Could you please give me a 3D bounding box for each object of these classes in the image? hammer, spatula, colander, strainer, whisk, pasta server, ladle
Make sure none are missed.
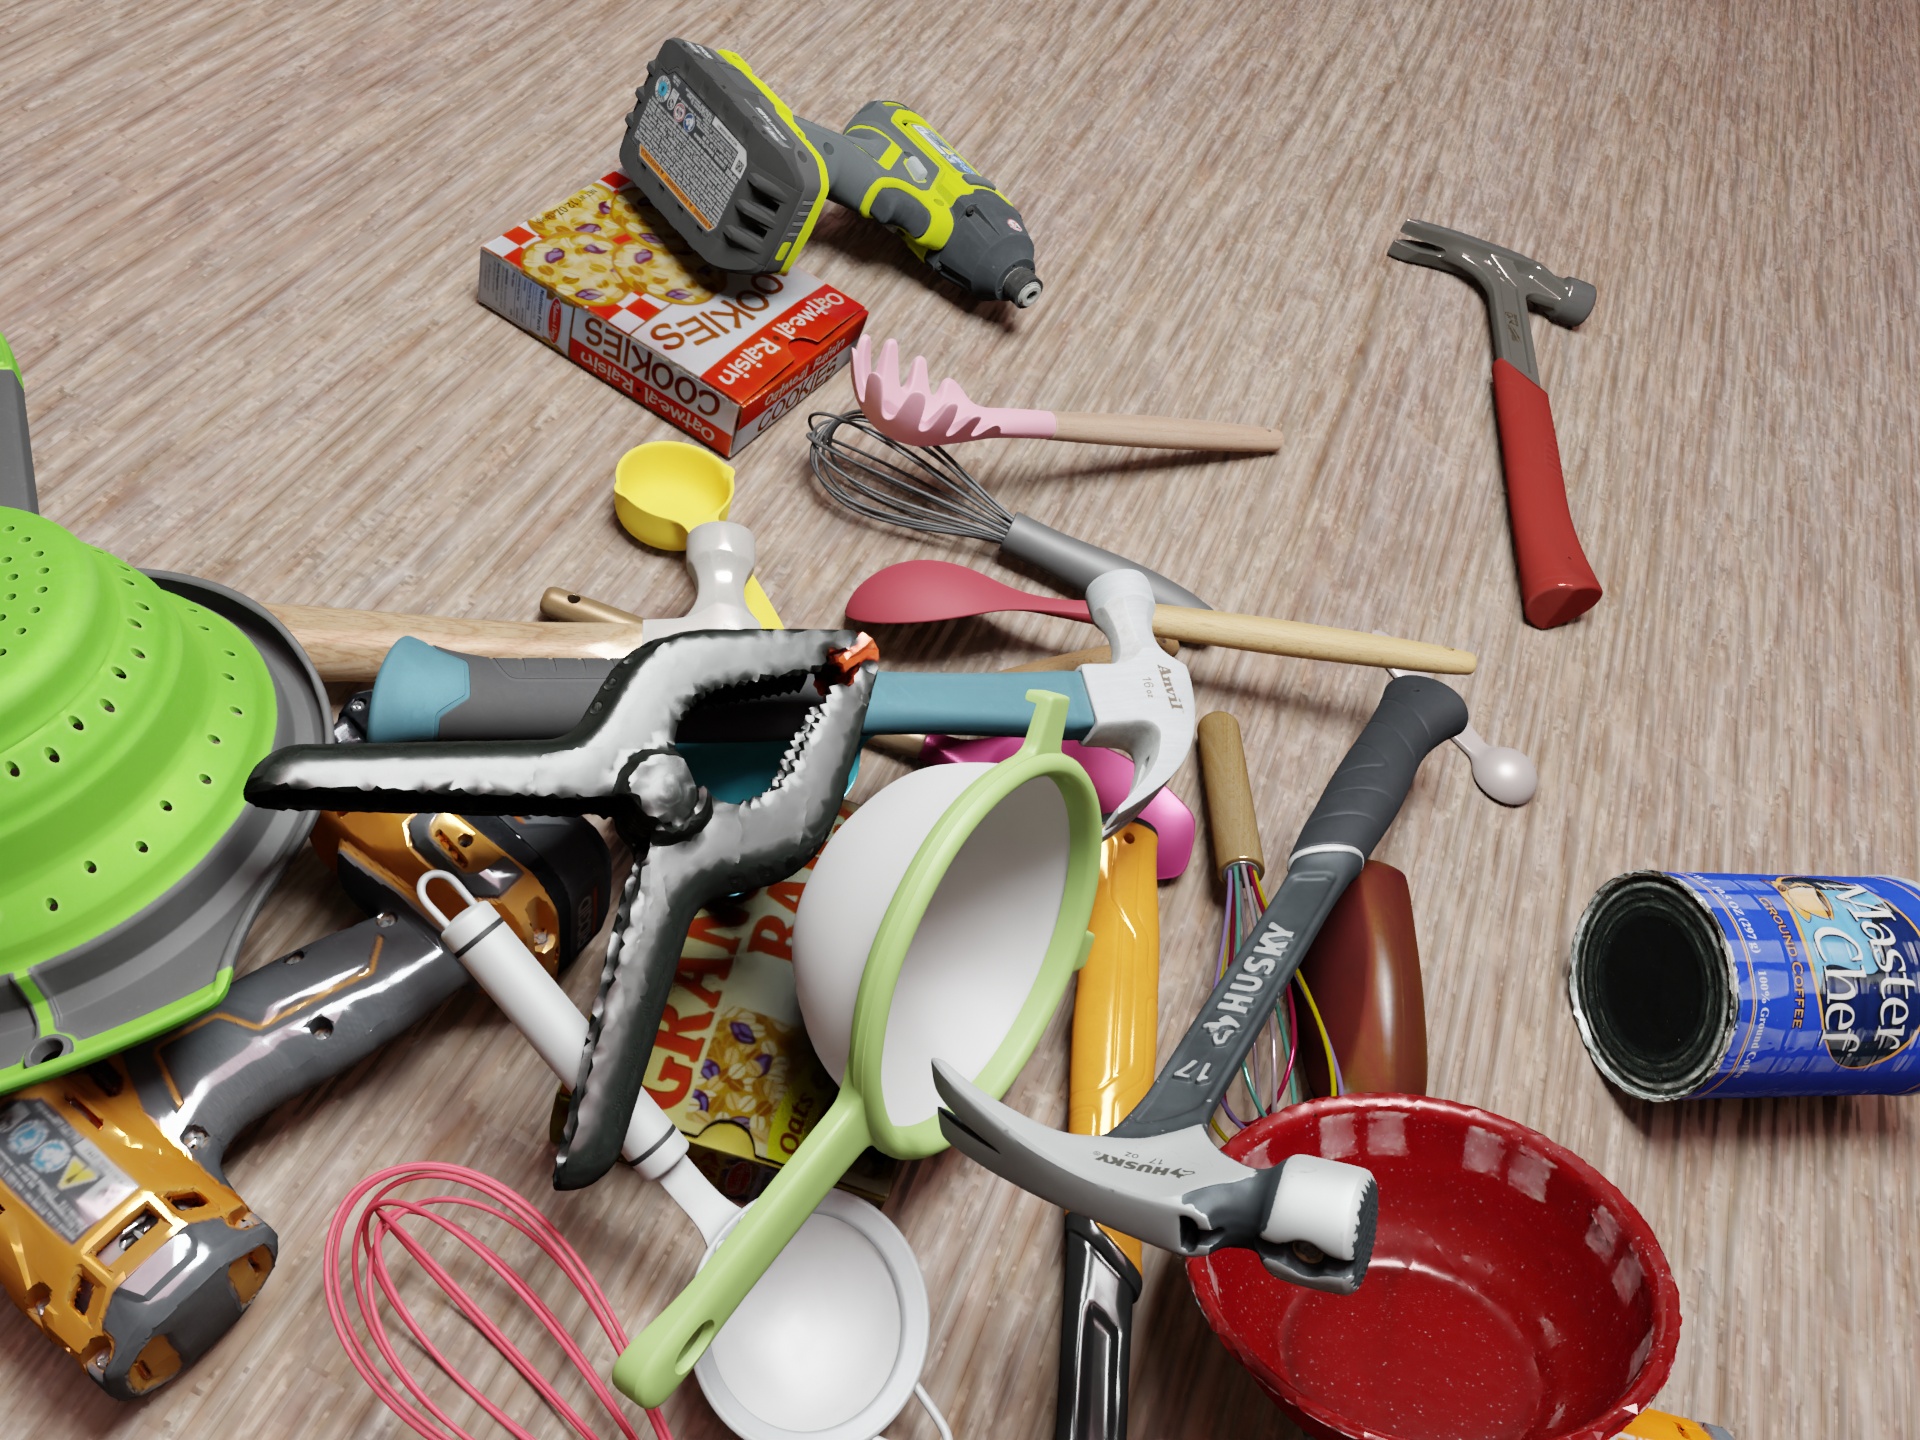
[{"bbox_3d":[0.355,-0.199,1.025,0.149,0.036,0.359,17,48,-6],"label":"hammer"},{"bbox_3d":[-0.001,-0.002,0.714,0.317,0.044,0.082,-15,51,-46],"label":"spatula"},{"bbox_3d":[-0.352,-0.056,0.555,0.204,0.094,0.398,-20,51,-17],"label":"colander"},{"bbox_3d":[-0.096,0.151,0.534,0.258,0.050,0.087,52,53,-5],"label":"strainer"},{"bbox_3d":[0.063,0.180,0.604,0.127,0.034,0.337,13,51,-8],"label":"hammer"},{"bbox_3d":[-0.249,-0.029,0.658,0.331,0.031,0.130,2,64,-13],"label":"hammer"},{"bbox_3d":[0.027,-0.099,0.820,0.239,0.055,0.055,26,48,-3],"label":"whisk"},{"bbox_3d":[0.121,0.083,0.697,0.051,0.047,0.245,34,35,-27],"label":"whisk"},{"bbox_3d":[-0.056,-0.008,0.621,0.331,0.033,0.128,0,56,-23],"label":"hammer"},{"bbox_3d":[0.135,0.067,0.633,0.149,0.036,0.409,6,25,27],"label":"hammer"},{"bbox_3d":[-0.043,0.107,0.539,0.069,0.151,0.256,22,53,28],"label":"strainer"},{"bbox_3d":[-0.088,0.250,0.489,0.296,0.073,0.073,44,51,8],"label":"whisk"},{"bbox_3d":[0.070,-0.163,0.853,0.316,0.040,0.060,-5,43,-39],"label":"pasta server"},{"bbox_3d":[0.102,-0.047,0.780,0.315,0.031,0.069,7,19,-6],"label":"ladle"}]

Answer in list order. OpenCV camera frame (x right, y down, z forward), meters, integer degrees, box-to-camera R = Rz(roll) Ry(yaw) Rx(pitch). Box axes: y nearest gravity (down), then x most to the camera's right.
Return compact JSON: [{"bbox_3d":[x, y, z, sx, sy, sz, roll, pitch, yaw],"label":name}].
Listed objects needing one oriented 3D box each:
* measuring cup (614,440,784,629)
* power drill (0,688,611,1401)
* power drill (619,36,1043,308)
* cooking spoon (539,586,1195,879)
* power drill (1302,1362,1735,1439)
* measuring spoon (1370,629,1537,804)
[{"bbox_3d":[-0.117,-0.070,0.753,0.062,0.029,0.157,-16,59,-29],"label":"measuring cup"},{"bbox_3d":[-0.257,0.085,0.549,0.185,0.084,0.226,35,54,12],"label":"power drill"},{"bbox_3d":[-0.062,-0.299,0.899,0.223,0.080,0.171,-8,51,-48],"label":"power drill"},{"bbox_3d":[-0.041,0.002,0.731,0.319,0.017,0.069,21,51,-3],"label":"cooking spoon"},{"bbox_3d":[0.187,0.323,0.513,0.164,0.084,0.227,17,44,-5],"label":"power drill"},{"bbox_3d":[0.262,-0.007,0.846,0.034,0.018,0.124,-20,61,-31],"label":"measuring spoon"}]
